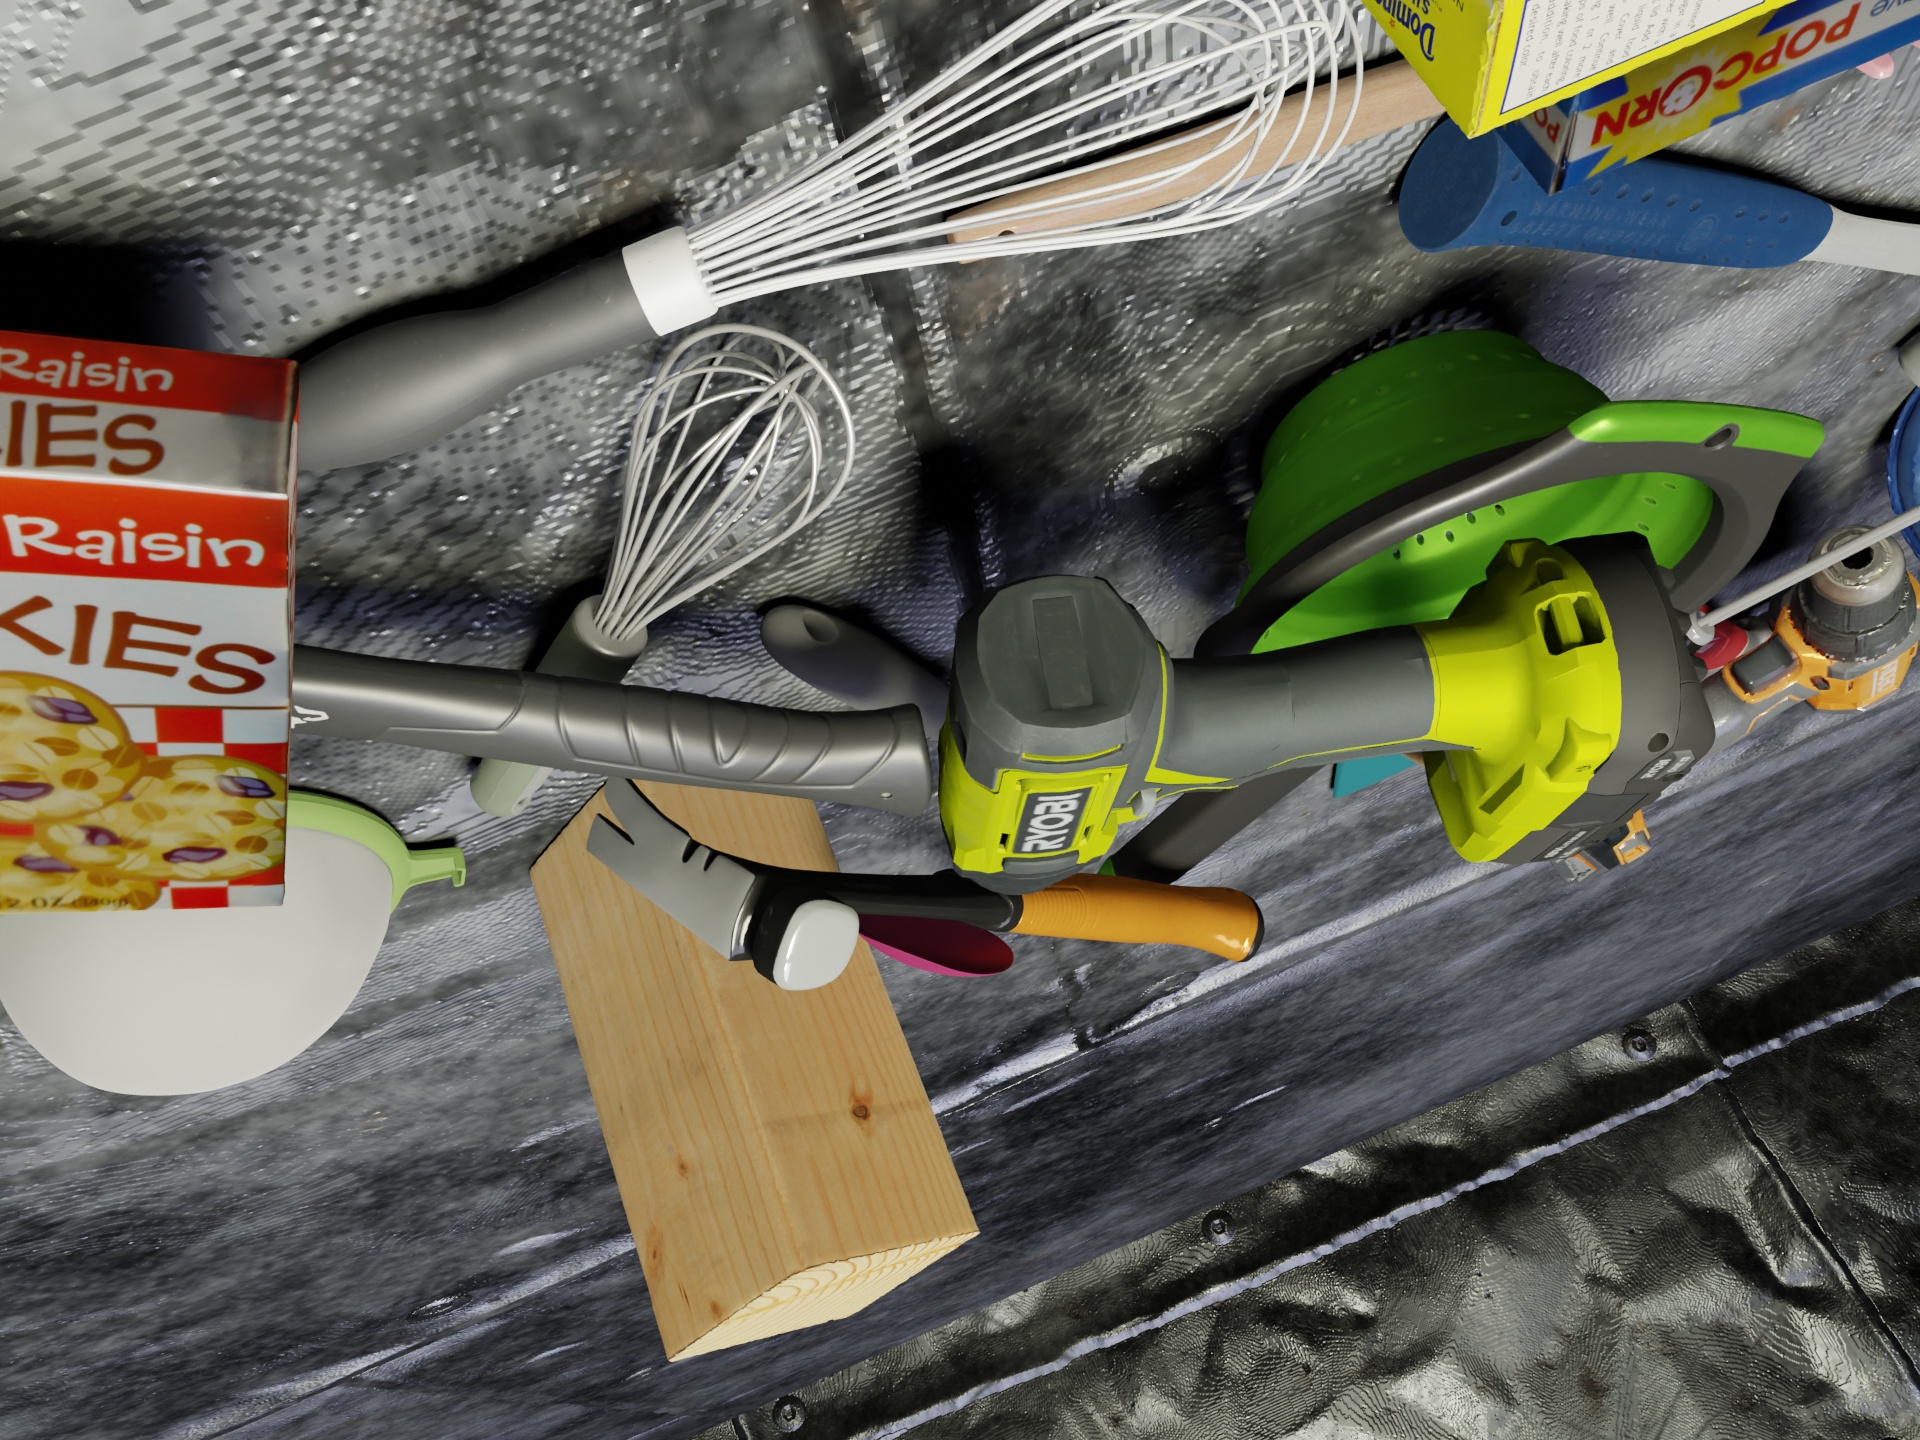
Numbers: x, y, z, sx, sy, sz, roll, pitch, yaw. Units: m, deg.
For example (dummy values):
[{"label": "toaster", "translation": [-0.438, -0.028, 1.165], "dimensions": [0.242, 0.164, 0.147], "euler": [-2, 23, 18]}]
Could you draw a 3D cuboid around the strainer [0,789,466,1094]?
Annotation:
[{"label": "strainer", "translation": [-0.286, 0.075, 0.519], "dimensions": [0.151, 0.069, 0.256], "euler": [-29, 155, 10]}]

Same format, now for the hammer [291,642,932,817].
[{"label": "hammer", "translation": [-0.155, -0.001, 0.460], "dimensions": [0.334, 0.035, 0.146], "euler": [8, 141, -31]}]

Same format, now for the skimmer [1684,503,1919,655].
[{"label": "skimmer", "translation": [0.369, -0.096, 0.702], "dimensions": [0.127, 0.090, 0.363], "euler": [5, 151, -38]}]

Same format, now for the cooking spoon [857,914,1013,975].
[{"label": "cooking spoon", "translation": [0.004, 0.094, 0.740], "dimensions": [0.319, 0.069, 0.017], "euler": [15, 94, -81]}]

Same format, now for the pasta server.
[{"label": "pasta server", "translation": [0.148, -0.179, 0.444], "dimensions": [0.316, 0.040, 0.060], "euler": [-20, 138, -6]}]

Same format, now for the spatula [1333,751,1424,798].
[{"label": "spatula", "translation": [0.236, 0.019, 0.806], "dimensions": [0.082, 0.044, 0.317], "euler": [-26, 179, 7]}]

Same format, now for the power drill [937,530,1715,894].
[{"label": "power drill", "translation": [0.104, 0.008, 0.520], "dimensions": [0.223, 0.080, 0.171], "euler": [-5, 156, -6]}]

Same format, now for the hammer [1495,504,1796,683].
[{"label": "hammer", "translation": [0.354, -0.054, 0.853], "dimensions": [0.143, 0.038, 0.386], "euler": [-37, 151, 29]}]

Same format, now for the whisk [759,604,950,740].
[{"label": "whisk", "translation": [0.000, -0.003, 0.647], "dimensions": [0.055, 0.055, 0.238], "euler": [-35, 148, 21]}]

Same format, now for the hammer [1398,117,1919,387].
[{"label": "hammer", "translation": [0.318, -0.183, 0.582], "dimensions": [0.405, 0.035, 0.144], "euler": [-6, 149, -33]}]

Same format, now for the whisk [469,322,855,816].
[{"label": "whisk", "translation": [-0.105, -0.033, 0.497], "dimensions": [0.246, 0.059, 0.058], "euler": [-44, -169, 43]}]

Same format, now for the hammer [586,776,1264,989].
[{"label": "hammer", "translation": [0.015, 0.071, 0.641], "dimensions": [0.336, 0.127, 0.034], "euler": [12, 100, -48]}]

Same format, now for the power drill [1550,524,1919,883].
[{"label": "power drill", "translation": [0.394, -0.010, 0.837], "dimensions": [0.226, 0.084, 0.185], "euler": [-33, 153, 15]}]

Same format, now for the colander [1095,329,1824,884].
[{"label": "colander", "translation": [0.143, -0.037, 0.648], "dimensions": [0.204, 0.095, 0.397], "euler": [-1, 153, -27]}]

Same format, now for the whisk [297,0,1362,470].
[{"label": "whisk", "translation": [-0.041, -0.119, 0.385], "dimensions": [0.284, 0.070, 0.070], "euler": [-20, 154, 3]}]
